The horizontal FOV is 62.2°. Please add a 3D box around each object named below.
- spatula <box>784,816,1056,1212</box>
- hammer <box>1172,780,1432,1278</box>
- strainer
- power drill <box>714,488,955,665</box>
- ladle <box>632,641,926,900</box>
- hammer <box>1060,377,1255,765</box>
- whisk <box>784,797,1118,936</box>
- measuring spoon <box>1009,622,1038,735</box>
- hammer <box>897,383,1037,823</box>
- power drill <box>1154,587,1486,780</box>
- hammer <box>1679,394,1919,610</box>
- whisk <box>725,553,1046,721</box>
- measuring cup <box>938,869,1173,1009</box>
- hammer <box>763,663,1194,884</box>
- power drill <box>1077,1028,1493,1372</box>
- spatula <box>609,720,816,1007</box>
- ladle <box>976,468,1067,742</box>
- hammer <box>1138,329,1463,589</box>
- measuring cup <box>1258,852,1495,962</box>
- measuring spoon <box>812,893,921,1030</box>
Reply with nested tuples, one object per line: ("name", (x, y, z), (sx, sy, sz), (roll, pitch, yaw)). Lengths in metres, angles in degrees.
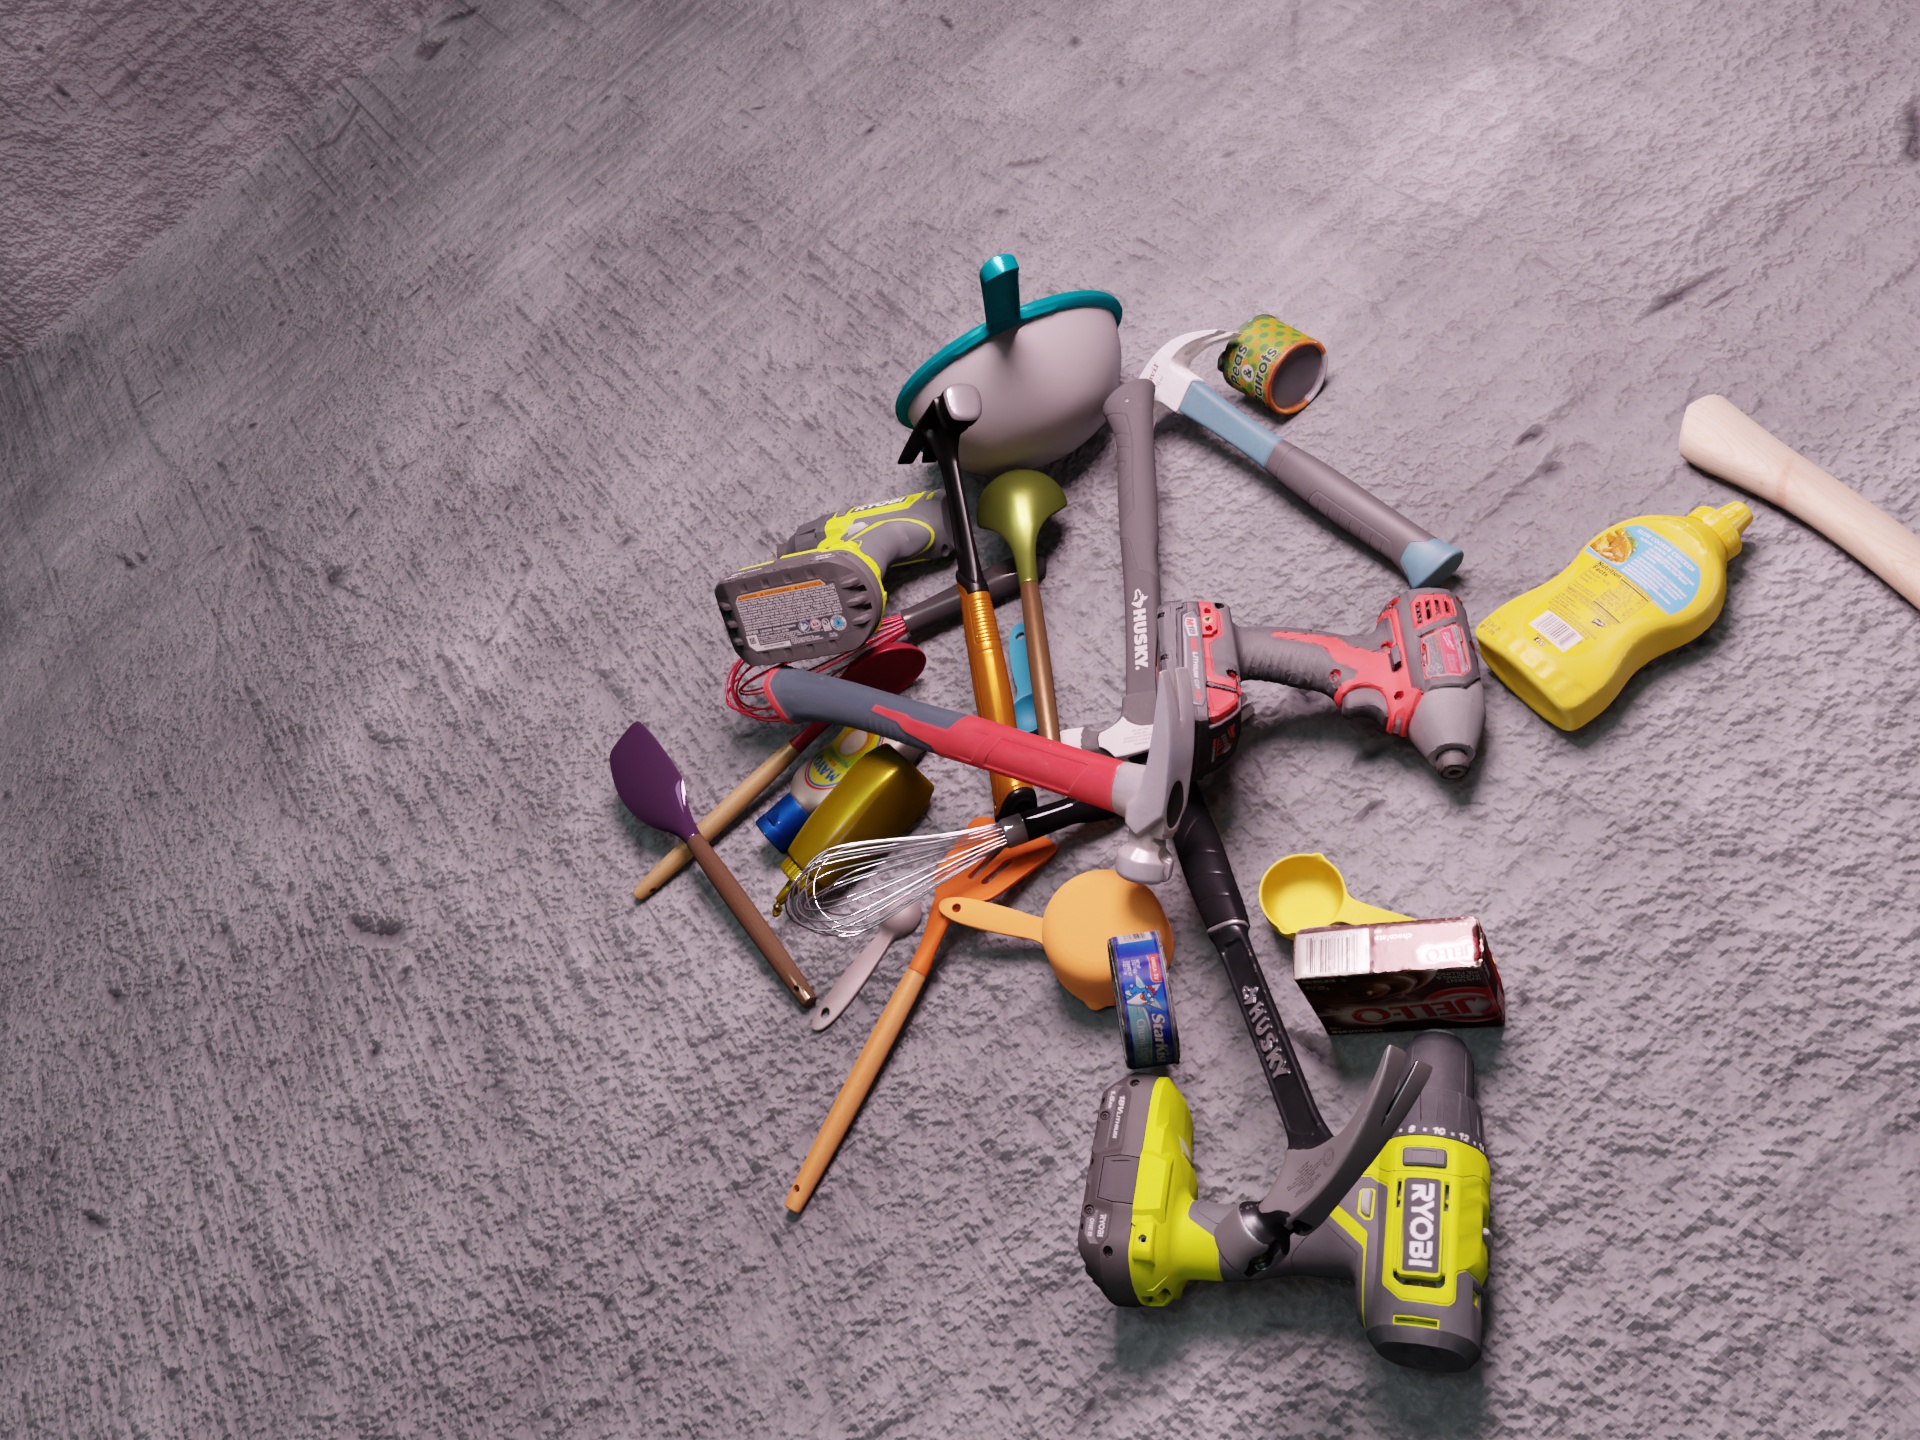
("spatula", (-0.038, 0.208, 1.155), (0.081, 0.041, 0.323), (18, 72, 37))
("hammer", (0.174, 0.139, 0.990), (0.149, 0.036, 0.409), (-52, 23, 22))
("strainer", (0.053, -0.273, 1.283), (0.211, 0.340, 0.095), (-25, 83, 1))
("power drill", (-0.108, -0.126, 1.335), (0.171, 0.080, 0.223), (-9, 21, 21))
("ladle", (-0.155, 0.041, 1.317), (0.315, 0.069, 0.031), (-43, 56, 4))
("hammer", (0.146, -0.124, 1.246), (0.146, 0.035, 0.335), (-10, 63, 22))
("whisk", (0.008, 0.090, 1.155), (0.284, 0.070, 0.070), (-19, 49, -7))
("measuring spoon", (0.055, -0.031, 1.278), (0.042, 0.021, 0.129), (-22, 41, 16))
("hammer", (0.010, -0.083, 1.239), (0.034, 0.127, 0.337), (-6, 77, -20))
("power drill", (0.247, -0.020, 1.095), (0.219, 0.078, 0.143), (-2, 55, 4))
("hammer", (0.616, -0.094, 1.003), (0.146, 0.038, 0.411), (-32, 49, 3))
("whisk", (-0.063, -0.074, 1.343), (0.296, 0.073, 0.073), (-24, 50, 3))
("measuring cup", (0.060, 0.139, 1.106), (0.174, 0.052, 0.095), (11, 66, 19))
("hammer", (-0.002, -0.004, 1.149), (0.387, 0.038, 0.143), (17, 107, 39))
("power drill", (0.198, 0.273, 0.947), (0.228, 0.080, 0.191), (-3, 52, 24))
("spatula", (-0.204, 0.115, 1.281), (0.060, 0.018, 0.316), (-50, 57, 11))
("ladle", (0.060, -0.078, 1.255), (0.078, 0.062, 0.320), (-12, 54, 9))
("hammer", (0.257, -0.200, 1.247), (0.331, 0.033, 0.128), (45, 124, 35))
("measuring cup", (0.271, 0.136, 1.042), (0.157, 0.029, 0.062), (20, 69, 24))
("measuring spoon", (-0.074, 0.180, 1.194), (0.034, 0.018, 0.124), (27, 75, 38))
